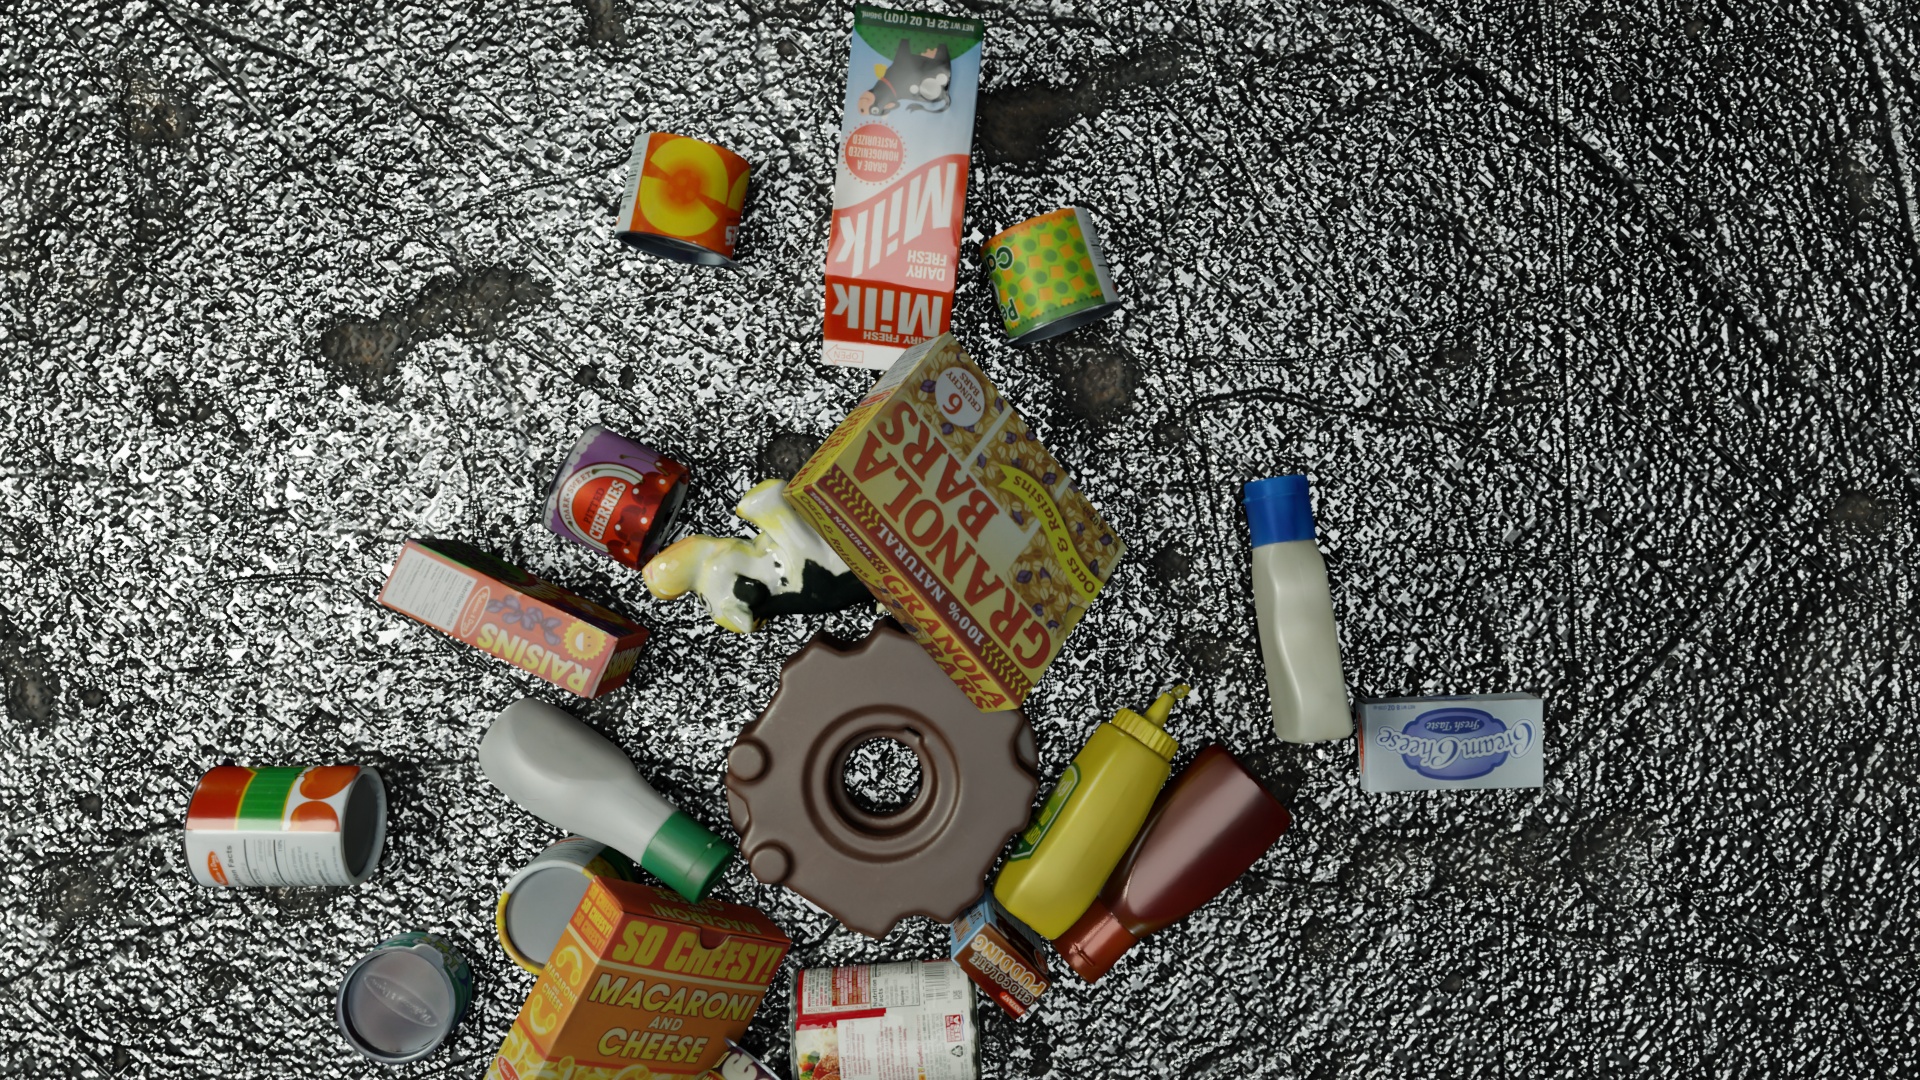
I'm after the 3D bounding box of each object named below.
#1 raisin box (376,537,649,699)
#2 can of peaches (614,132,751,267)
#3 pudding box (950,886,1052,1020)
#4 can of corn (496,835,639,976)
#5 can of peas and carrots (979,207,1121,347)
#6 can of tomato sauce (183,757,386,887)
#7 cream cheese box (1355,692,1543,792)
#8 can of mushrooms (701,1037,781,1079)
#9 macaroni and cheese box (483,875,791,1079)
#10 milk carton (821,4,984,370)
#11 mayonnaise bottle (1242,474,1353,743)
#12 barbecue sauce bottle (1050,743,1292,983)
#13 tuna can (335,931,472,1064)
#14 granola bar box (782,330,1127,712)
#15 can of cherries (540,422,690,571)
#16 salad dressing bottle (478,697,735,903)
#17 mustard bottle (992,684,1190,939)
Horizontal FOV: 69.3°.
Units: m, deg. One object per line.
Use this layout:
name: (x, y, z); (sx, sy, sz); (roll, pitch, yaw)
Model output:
raisin box: (-0.241, 0.042, 0.761); (0.123, 0.086, 0.040); (25, 88, -1)
can of peaches: (-0.152, -0.189, 0.776); (0.071, 0.071, 0.058); (11, 89, -1)
pudding box: (0.021, 0.225, 0.768); (0.049, 0.083, 0.030); (44, 89, -1)
can of corn: (-0.217, 0.206, 0.774); (0.071, 0.058, 0.071); (0, 90, -1)
can of peas and carrots: (0.048, -0.147, 0.780); (0.071, 0.071, 0.058); (-19, 90, -1)
can of tomato sauce: (-0.370, 0.156, 0.768); (0.083, 0.071, 0.071); (0, 90, -2)
cream cheese box: (0.283, 0.117, 0.806); (0.104, 0.024, 0.053); (-2, 91, -1)
can of mushrooms: (-0.112, 0.306, 0.751); (0.071, 0.070, 0.033); (45, 64, -1)
macaroni and cheese box: (-0.180, 0.273, 0.749); (0.123, 0.040, 0.166); (29, 89, -45)
milk carton: (-0.033, -0.189, 0.775); (0.072, 0.073, 0.190); (6, 90, -2)
mayonnaise bottle: (0.189, 0.038, 0.786); (0.041, 0.064, 0.148); (-7, 86, -1)
barbecue sauce bottle: (0.116, 0.187, 0.791); (0.148, 0.043, 0.065); (-44, 91, -1)
tuna can: (-0.311, 0.255, 0.784); (0.071, 0.033, 0.071); (0, 90, -2)
granola bar box: (0.003, -0.009, 0.741); (0.165, 0.039, 0.125); (49, 57, -18)
can of cherries: (-0.191, -0.023, 0.770); (0.058, 0.071, 0.071); (26, 89, -2)
salad dressing bottle: (-0.194, 0.144, 0.765); (0.148, 0.064, 0.043); (32, 111, 10)
mustard bottle: (0.079, 0.145, 0.783); (0.049, 0.065, 0.160); (36, 83, -6)
